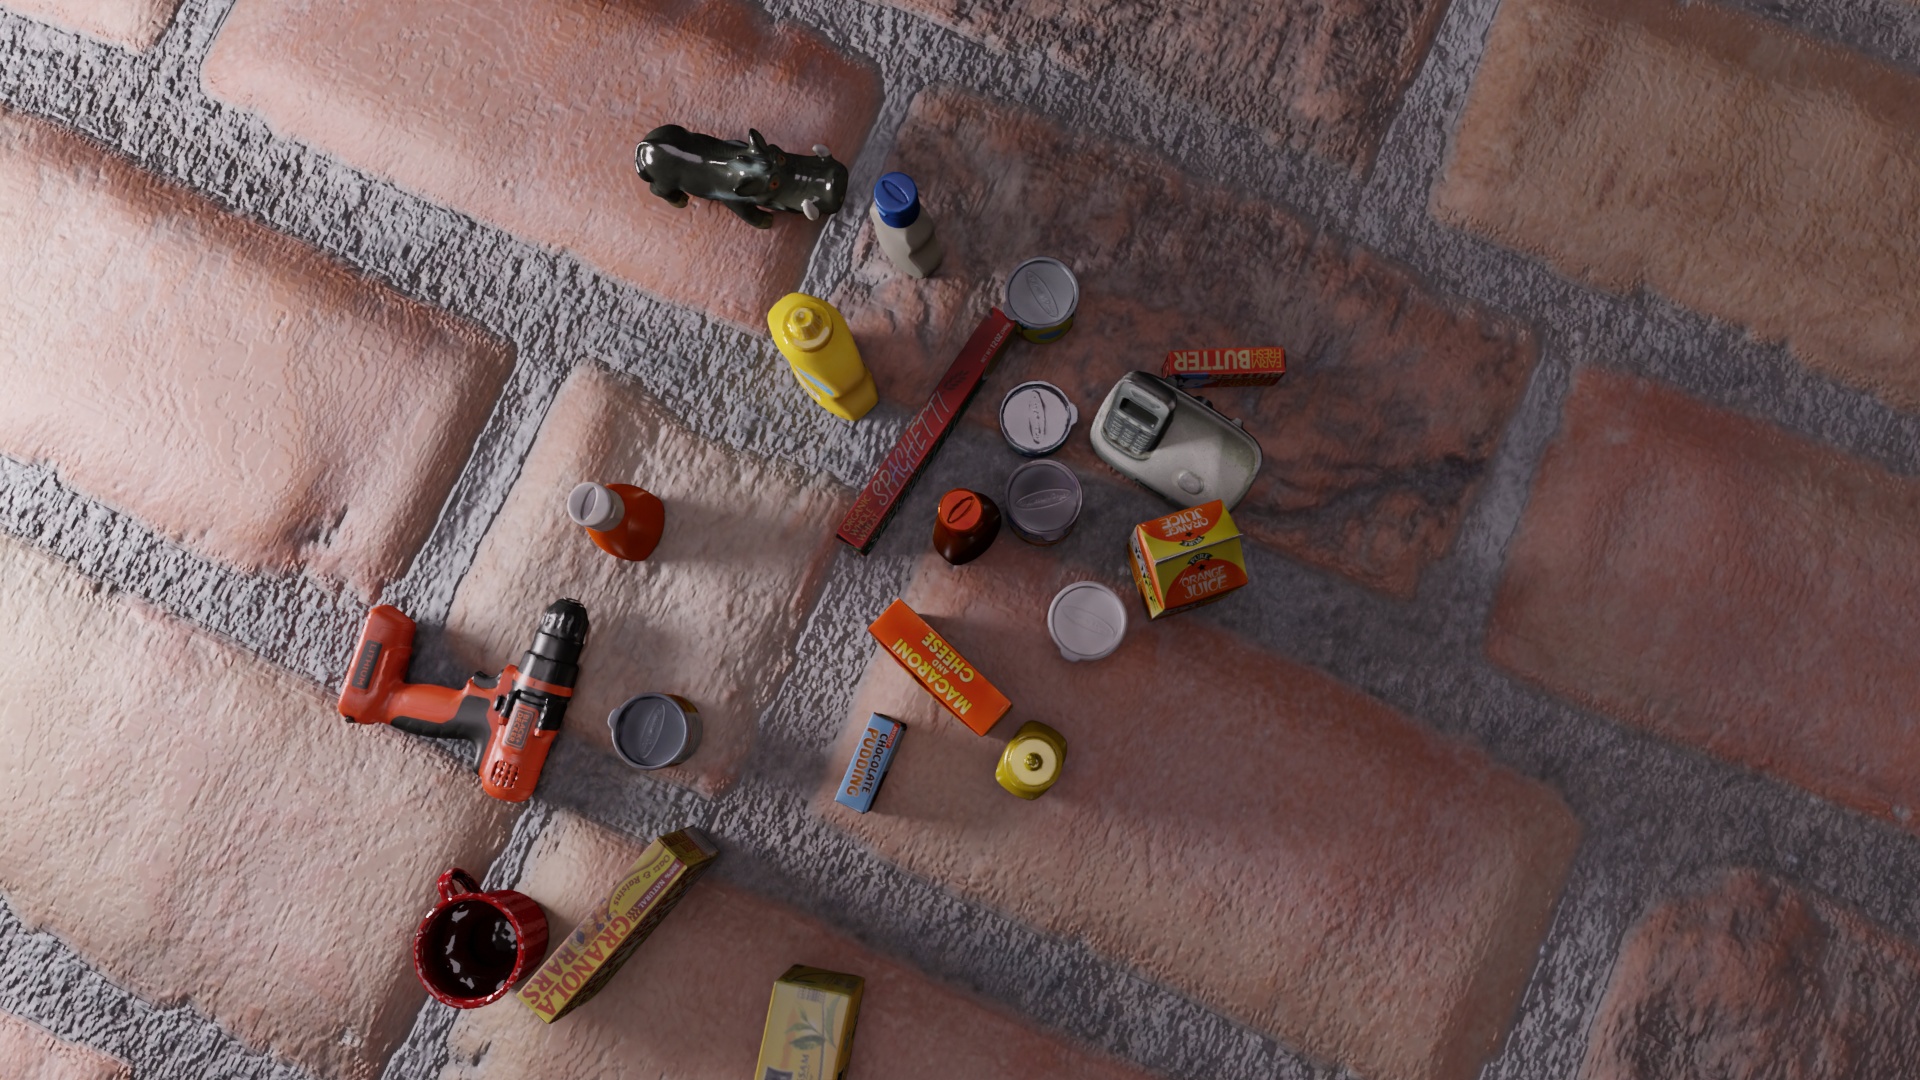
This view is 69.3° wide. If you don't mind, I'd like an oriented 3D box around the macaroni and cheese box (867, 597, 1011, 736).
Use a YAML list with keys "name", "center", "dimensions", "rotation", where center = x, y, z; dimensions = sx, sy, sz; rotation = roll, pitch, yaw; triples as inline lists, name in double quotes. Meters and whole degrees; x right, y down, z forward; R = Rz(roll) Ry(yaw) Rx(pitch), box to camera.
- name: "macaroni and cheese box"
  center: [-0.013, 0.109, 1.151]
  dimensions: [0.124, 0.166, 0.040]
  rotation: [43, 87, 7]

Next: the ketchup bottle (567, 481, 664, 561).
- name: "ketchup bottle"
  center: [-0.294, -0.020, 1.190]
  dimensions: [0.043, 0.148, 0.065]
  rotation: [16, 84, 5]

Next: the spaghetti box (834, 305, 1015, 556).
- name: "spaghetti box"
  center: [-0.030, -0.096, 1.239]
  dimensions: [0.029, 0.050, 0.250]
  rotation: [33, 85, 6]

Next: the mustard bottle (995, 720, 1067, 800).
- name: "mustard bottle"
  center: [0.059, 0.182, 1.141]
  dimensions: [0.049, 0.160, 0.065]
  rotation: [30, 85, 6]

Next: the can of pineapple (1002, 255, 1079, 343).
- name: "can of pineapple"
  center: [0.071, -0.215, 1.247]
  dimensions: [0.071, 0.058, 0.071]
  rotation: [0, 82, 3]

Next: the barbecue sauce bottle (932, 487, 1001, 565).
- name: "barbecue sauce bottle"
  center: [0.004, -0.015, 1.176]
  dimensions: [0.065, 0.148, 0.044]
  rotation: [-44, 83, -3]

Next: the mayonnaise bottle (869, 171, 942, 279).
- name: "mayonnaise bottle"
  center: [-0.049, -0.278, 1.216]
  dimensions: [0.065, 0.148, 0.041]
  rotation: [43, 86, 7]

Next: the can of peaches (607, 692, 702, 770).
- name: "can of peaches"
  center: [-0.265, 0.165, 1.209]
  dimensions: [0.071, 0.058, 0.071]
  rotation: [0, 82, 3]

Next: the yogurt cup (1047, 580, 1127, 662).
- name: "yogurt cup"
  center: [0.110, 0.071, 1.207]
  dimensions: [0.072, 0.054, 0.072]
  rotation: [0, 82, 3]

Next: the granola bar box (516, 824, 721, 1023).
- name: "granola bar box"
  center: [-0.279, 0.316, 1.155]
  dimensions: [0.039, 0.124, 0.165]
  rotation: [41, 86, 7]

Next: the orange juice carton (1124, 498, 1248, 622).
- name: "orange juice carton"
  center: [0.185, 0.017, 1.142]
  dimensions: [0.072, 0.192, 0.073]
  rotation: [-17, 82, 0]

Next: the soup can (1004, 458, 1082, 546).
- name: "soup can"
  center: [0.072, -0.029, 1.208]
  dimensions: [0.071, 0.083, 0.071]
  rotation: [0, 82, 3]

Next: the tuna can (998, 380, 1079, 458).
- name: "tuna can"
  center: [0.070, -0.108, 1.245]
  dimensions: [0.071, 0.033, 0.071]
  rotation: [0, 82, 3]

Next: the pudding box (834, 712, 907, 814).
- name: "pudding box"
  center: [-0.077, 0.192, 1.201]
  dimensions: [0.030, 0.049, 0.084]
  rotation: [23, 84, 5]

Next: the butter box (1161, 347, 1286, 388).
- name: "butter box"
  center: [0.233, -0.153, 1.234]
  dimensions: [0.103, 0.053, 0.024]
  rotation: [-2, 83, 2]
